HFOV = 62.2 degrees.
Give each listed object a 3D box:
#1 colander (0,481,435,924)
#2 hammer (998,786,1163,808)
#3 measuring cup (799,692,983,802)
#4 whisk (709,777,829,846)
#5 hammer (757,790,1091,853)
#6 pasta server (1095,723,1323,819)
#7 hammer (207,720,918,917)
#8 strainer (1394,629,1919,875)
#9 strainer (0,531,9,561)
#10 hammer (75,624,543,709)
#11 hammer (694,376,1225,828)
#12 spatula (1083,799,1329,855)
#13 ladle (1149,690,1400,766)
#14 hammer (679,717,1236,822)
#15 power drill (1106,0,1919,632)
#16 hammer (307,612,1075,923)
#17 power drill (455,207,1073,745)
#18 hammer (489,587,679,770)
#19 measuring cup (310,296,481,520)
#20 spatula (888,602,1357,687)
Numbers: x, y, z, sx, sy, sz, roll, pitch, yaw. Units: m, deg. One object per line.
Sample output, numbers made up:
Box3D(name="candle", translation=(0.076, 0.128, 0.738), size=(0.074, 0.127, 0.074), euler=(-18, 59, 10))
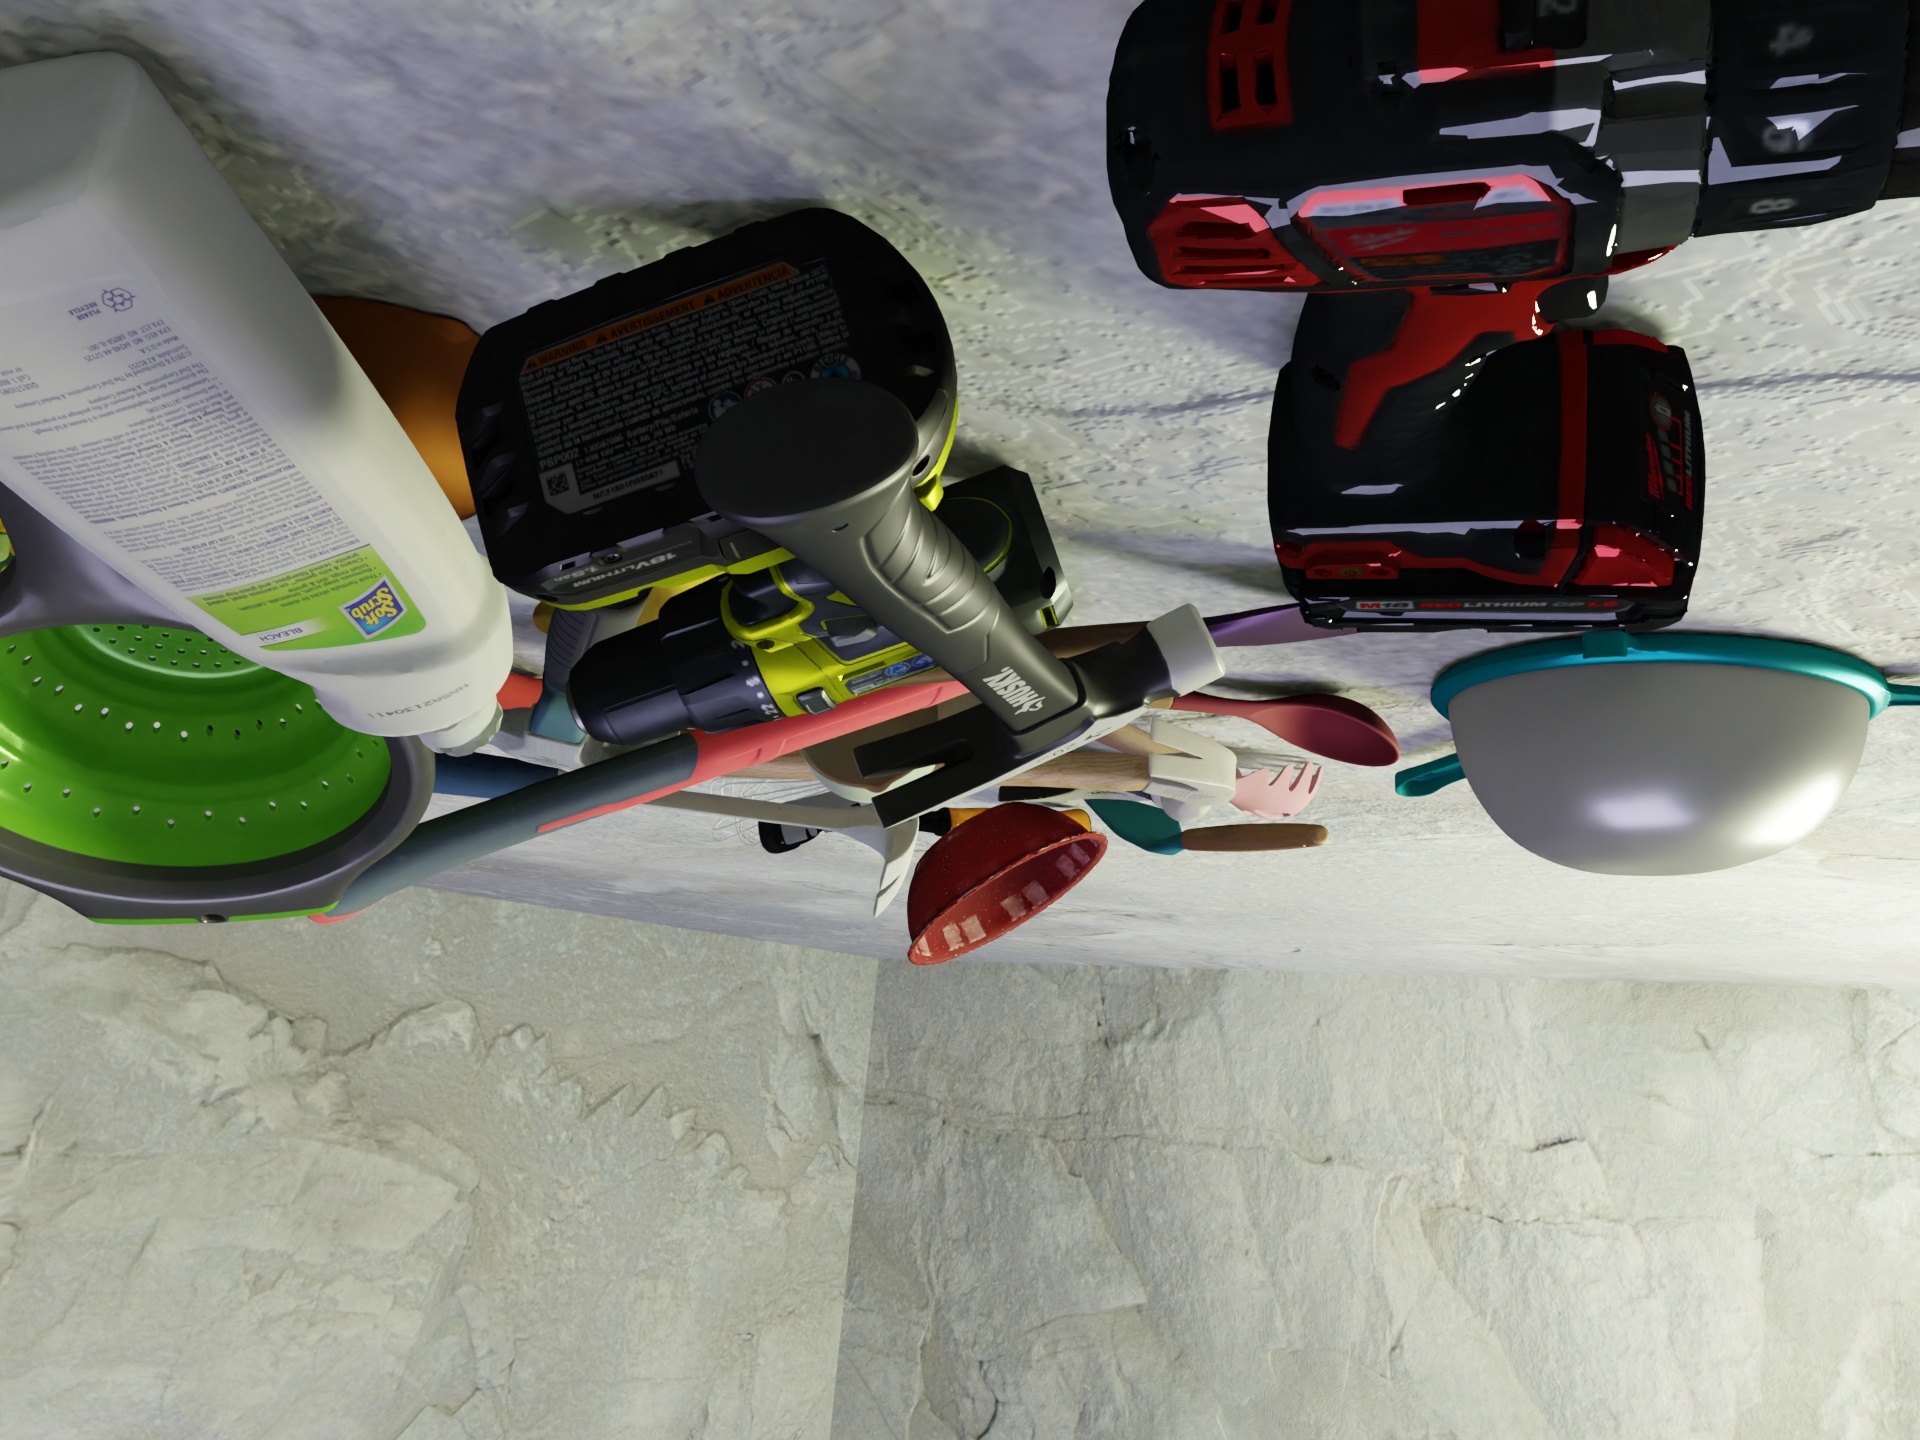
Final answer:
Box3D(name="colander", translation=(-0.304, -0.063, 0.578), size=(0.204, 0.095, 0.396), euler=(-1, 143, -13))
Box3D(name="hammer", translation=(-0.017, 0.001, 0.962), size=(0.149, 0.036, 0.408), euler=(-3, 165, 38))
Box3D(name="measuring cup", translation=(-0.001, -0.003, 0.820), size=(0.167, 0.083, 0.038), euler=(-11, 156, -2))
Box3D(name="whisk", translation=(-0.103, 0.052, 1.189), size=(0.070, 0.070, 0.284), euler=(15, 160, -37))
Box3D(name="hammer", translation=(0.007, 0.074, 1.181), size=(0.127, 0.034, 0.336), euler=(-17, 166, 33))
Box3D(name="pasta server", translation=(0.122, 0.012, 0.979), size=(0.060, 0.040, 0.316), euler=(-7, 159, 45))
Box3D(name="hammer", translation=(-0.220, 0.040, 0.907), size=(0.405, 0.035, 0.144), euler=(8, -156, -13))
Box3D(name="strainer", translation=(0.326, 0.041, 0.852), size=(0.211, 0.095, 0.340), euler=(8, 166, -13))
Box3D(name="strainer", translation=(-0.424, -0.108, 0.580), size=(0.151, 0.069, 0.256), euler=(3, 176, -2))
Box3D(name="hammer", translation=(-0.306, -0.034, 0.851), size=(0.149, 0.037, 0.359), euler=(-16, 169, 2))
Box3D(name="hammer", translation=(-0.003, -0.026, 0.485), size=(0.146, 0.035, 0.334), euler=(-26, 165, 9))
Box3D(name="spatula", translation=(0.169, 0.070, 1.087), size=(0.082, 0.044, 0.317), euler=(14, 172, -15))
Box3D(name="ladle", translation=(0.088, -0.016, 0.858), size=(0.315, 0.031, 0.069), euler=(9, 163, -9))
Box3D(name="hammer", translation=(-0.007, 0.025, 0.903), size=(0.331, 0.031, 0.130), euler=(3, 165, -3))
Box3D(name="power drill", translation=(0.146, -0.093, 0.369), size=(0.188, 0.080, 0.226), euler=(1, 164, 18))
Box3D(name="hammer", translation=(-0.131, 0.015, 0.736), size=(0.386, 0.038, 0.143), euler=(-19, 165, 2))
Box3D(name="power drill", translation=(-0.068, -0.055, 0.519), size=(0.190, 0.080, 0.228), euler=(-19, 164, 4))
Box3D(name="hammer", translation=(-0.179, -0.025, 0.739), size=(0.128, 0.033, 0.331), euler=(15, 162, -15))
Box3D(name="measuring cup", translation=(-0.167, -0.089, 0.564), size=(0.095, 0.052, 0.173), euler=(-7, 161, 44))
Box3D(name="spatula", translation=(0.060, -0.033, 0.666), size=(0.316, 0.018, 0.059), euler=(-7, 168, -12))
